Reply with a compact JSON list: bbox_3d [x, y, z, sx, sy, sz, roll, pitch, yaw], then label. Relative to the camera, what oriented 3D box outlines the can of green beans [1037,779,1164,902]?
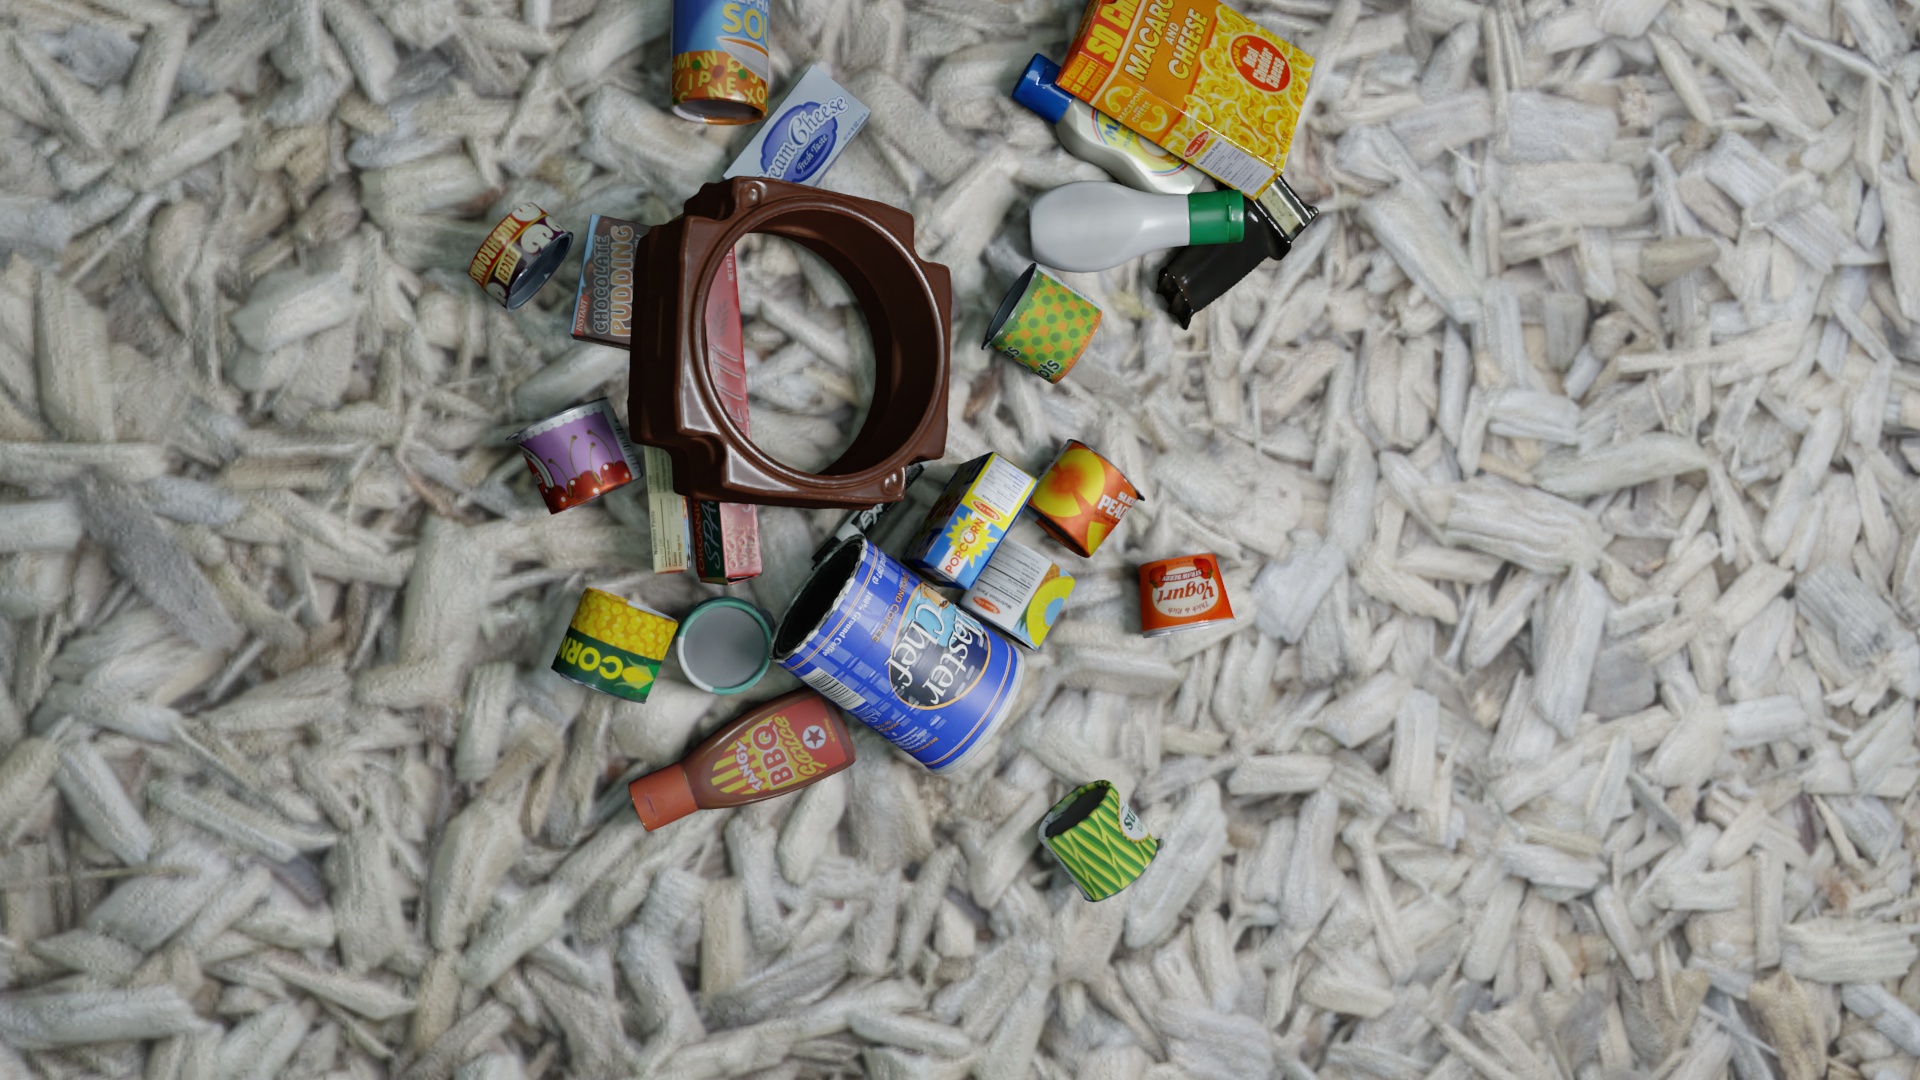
[{"bbox_3d":[0.097,0.213,0.987,0.071,0.071,0.058,-38,97,-9],"label":"can of green beans"}]

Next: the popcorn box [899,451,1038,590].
[{"bbox_3d":[0.003,-0.012,0.936,0.038,0.126,0.085,33,84,-7],"label":"popcorn box"}]

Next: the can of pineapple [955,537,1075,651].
[{"bbox_3d":[0.040,0.037,0.976,0.071,0.071,0.058,32,84,-10],"label":"can of pineapple"}]

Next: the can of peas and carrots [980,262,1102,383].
[{"bbox_3d":[0.057,-0.150,0.977,0.059,0.071,0.071,31,85,-11],"label":"can of peas and carrots"}]

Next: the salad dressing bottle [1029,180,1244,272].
[{"bbox_3d":[0.124,-0.224,0.979,0.148,0.044,0.064,-2,95,7],"label":"salad dressing bottle"}]

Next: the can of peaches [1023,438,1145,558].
[{"bbox_3d":[0.085,-0.028,0.982,0.071,0.071,0.058,42,84,-9],"label":"can of peaches"}]

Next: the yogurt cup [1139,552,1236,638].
[{"bbox_3d":[0.160,0.039,1.002,0.072,0.072,0.054,-8,84,-12],"label":"yogurt cup"}]

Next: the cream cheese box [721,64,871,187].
[{"bbox_3d":[-0.114,-0.272,0.961,0.053,0.024,0.104,37,83,-8],"label":"cream cheese box"}]

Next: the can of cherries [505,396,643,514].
[{"bbox_3d":[-0.253,-0.054,0.912,0.071,0.071,0.058,-24,97,-11],"label":"can of cherries"}]

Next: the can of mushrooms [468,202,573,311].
[{"bbox_3d":[-0.286,-0.184,0.902,0.033,0.071,0.071,40,83,-8],"label":"can of mushrooms"}]

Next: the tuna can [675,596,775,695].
[{"bbox_3d":[-0.159,0.070,0.949,0.071,0.033,0.071,0,91,-11],"label":"tuna can"}]

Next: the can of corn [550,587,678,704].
[{"bbox_3d":[-0.228,0.068,0.916,0.071,0.071,0.058,23,85,-11],"label":"can of corn"}]

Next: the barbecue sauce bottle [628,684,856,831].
[{"bbox_3d":[-0.150,0.152,0.947,0.149,0.043,0.065,-22,96,-10],"label":"barbecue sauce bottle"}]

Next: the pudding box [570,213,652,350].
[{"bbox_3d":[-0.231,-0.173,0.934,0.050,0.030,0.083,11,88,-11],"label":"pudding box"}]

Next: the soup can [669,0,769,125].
[{"bbox_3d":[-0.158,-0.328,0.929,0.071,0.071,0.083,0,91,-12],"label":"soup can"}]

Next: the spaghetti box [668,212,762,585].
[{"bbox_3d":[-0.166,-0.095,0.936,0.029,0.050,0.249,-6,92,-34],"label":"spaghetti box"}]

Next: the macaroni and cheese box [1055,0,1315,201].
[{"bbox_3d":[0.163,-0.334,0.988,0.166,0.040,0.124,27,60,-11],"label":"macaroni and cheese box"}]

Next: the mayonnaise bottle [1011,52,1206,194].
[{"bbox_3d":[0.108,-0.296,0.999,0.148,0.041,0.065,28,81,-11],"label":"mayonnaise bottle"}]

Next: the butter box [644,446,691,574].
[{"bbox_3d":[-0.196,-0.030,0.931,0.024,0.053,0.103,-5,91,-9],"label":"butter box"}]
